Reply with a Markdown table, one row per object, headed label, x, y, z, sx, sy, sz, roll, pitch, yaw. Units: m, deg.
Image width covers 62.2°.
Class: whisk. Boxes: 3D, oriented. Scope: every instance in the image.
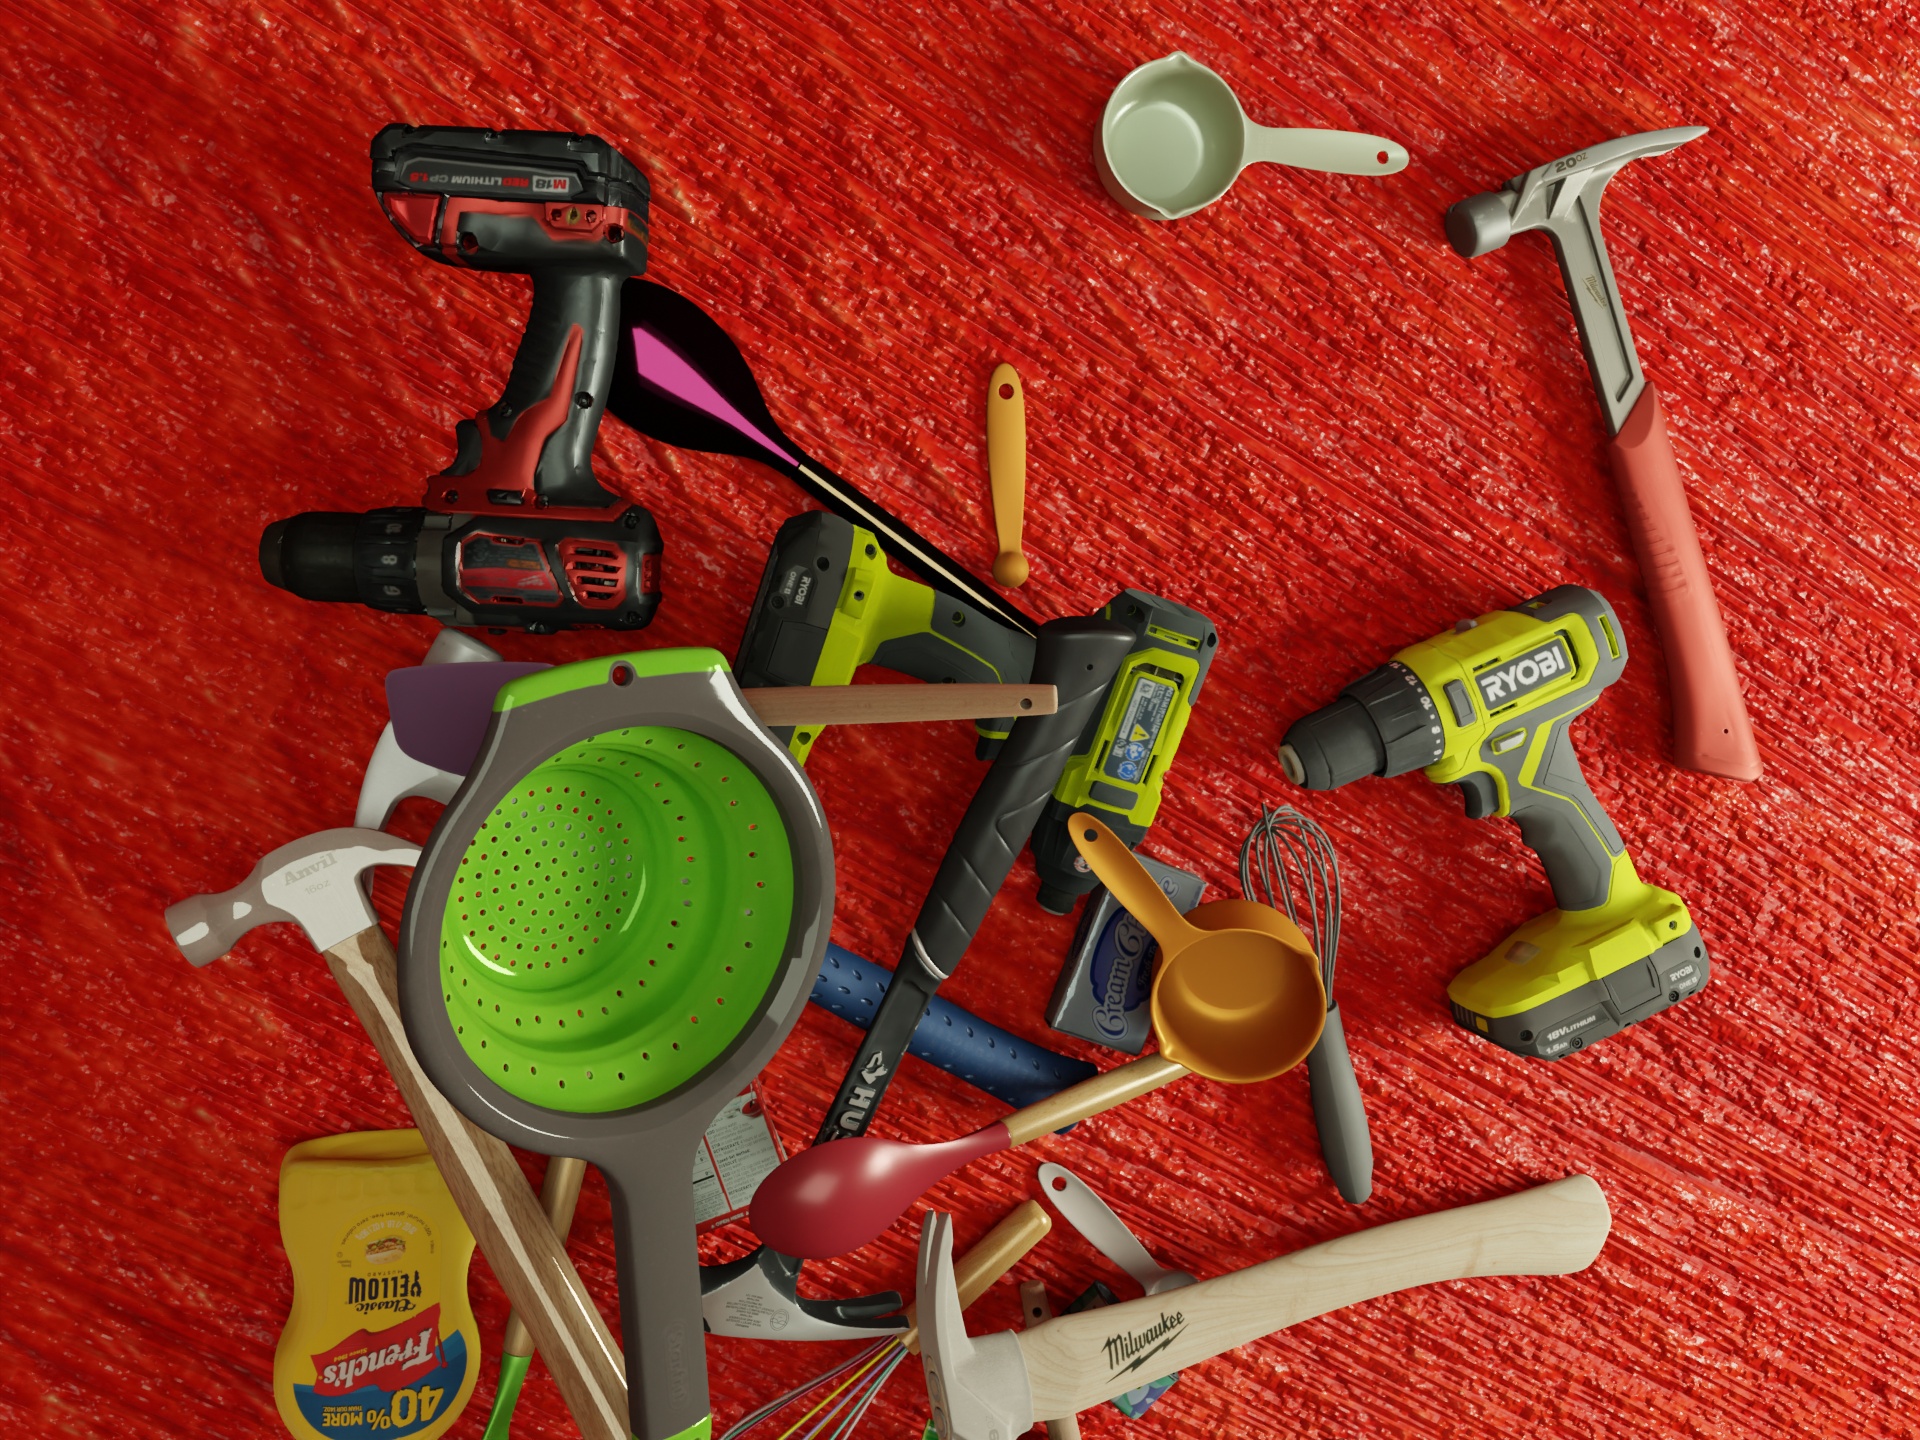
| label | x | y | z | sx | sy | sz | roll | pitch | yaw |
| --- | --- | --- | --- | --- | --- | --- | --- | --- | --- |
| whisk | -0.047 | 0.344 | 0.846 | 0.245 | 0.051 | 0.047 | -40 | 121 | -9 |
| whisk | 0.194 | 0.157 | 0.870 | 0.055 | 0.055 | 0.239 | -16 | 102 | -9 |

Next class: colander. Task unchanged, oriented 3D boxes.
| label | x | y | z | sx | sy | sz | roll | pitch | yaw |
| --- | --- | --- | --- | --- | --- | --- | --- | --- | --- |
| colander | -0.162 | 0.160 | 0.726 | 0.204 | 0.095 | 0.397 | -12 | 107 | -38 |

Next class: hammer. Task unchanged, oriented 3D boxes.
| label | x | y | z | sx | sy | sz | roll | pitch | yaw |
| --- | --- | --- | --- | --- | --- | --- | --- | --- | --- |
| hammer | -0.113 | 0.113 | 0.813 | 0.405 | 0.035 | 0.144 | 29 | 89 | -11 |
| hammer | 0.173 | 0.289 | 0.837 | 0.410 | 0.038 | 0.146 | -7 | 80 | -23 |
| hammer | -0.019 | 0.134 | 0.778 | 0.149 | 0.036 | 0.409 | 22 | 101 | -21 |
| hammer | 0.389 | -0.138 | 0.883 | 0.149 | 0.037 | 0.359 | -21 | 97 | -8 |
| hammer | -0.229 | 0.200 | 0.748 | 0.130 | 0.031 | 0.331 | -29 | 96 | -16 |

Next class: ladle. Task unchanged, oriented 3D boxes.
| label | x | y | z | sx | sy | sz | roll | pitch | yaw |
| --- | --- | --- | --- | --- | --- | --- | --- | --- | --- |
| ladle | 0.041 | 0.200 | 0.799 | 0.315 | 0.031 | 0.069 | -14 | 122 | -32 |

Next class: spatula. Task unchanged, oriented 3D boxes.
| label | x | y | z | sx | sy | sz | roll | pitch | yaw |
| --- | --- | --- | --- | --- | --- | --- | --- | --- | --- |
| spatula | -0.113 | -0.004 | 0.733 | 0.316 | 0.018 | 0.059 | -2 | 110 | 8 |

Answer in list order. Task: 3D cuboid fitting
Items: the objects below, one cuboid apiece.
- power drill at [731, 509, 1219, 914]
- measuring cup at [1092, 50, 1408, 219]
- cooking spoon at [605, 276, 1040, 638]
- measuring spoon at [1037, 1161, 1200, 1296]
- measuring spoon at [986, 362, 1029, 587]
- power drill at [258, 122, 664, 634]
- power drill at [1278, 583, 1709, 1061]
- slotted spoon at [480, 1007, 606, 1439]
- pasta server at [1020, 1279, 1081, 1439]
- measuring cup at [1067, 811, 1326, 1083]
| label | x | y | z | sx | sy | sz | roll | pitch | yaw |
| --- | --- | --- | --- | --- | --- | --- | --- | --- | --- |
| power drill | -0.001 | -0.003 | 0.797 | 0.223 | 0.080 | 0.171 | 17 | 103 | -12 |
| measuring cup | 0.149 | -0.295 | 0.827 | 0.167 | 0.038 | 0.083 | 1 | 94 | -12 |
| cooking spoon | -0.062 | -0.115 | 0.812 | 0.318 | 0.017 | 0.069 | 36 | 91 | -11 |
| measuring spoon | 0.086 | 0.287 | 0.877 | 0.034 | 0.018 | 0.124 | -44 | 94 | -4 |
| measuring spoon | 0.025 | -0.128 | 0.830 | 0.021 | 0.011 | 0.117 | -3 | 95 | -10 |
| power drill | -0.233 | -0.154 | 0.747 | 0.188 | 0.080 | 0.226 | 3 | 97 | 1 |
| power drill | 0.291 | 0.061 | 0.862 | 0.190 | 0.080 | 0.228 | -24 | 96 | -8 |
| slotted spoon | -0.216 | 0.291 | 0.801 | 0.031 | 0.070 | 0.314 | 14 | 89 | 12 |
| pasta server | 0.070 | 0.461 | 0.881 | 0.060 | 0.040 | 0.316 | -13 | 93 | -9 |
| measuring cup | 0.114 | 0.104 | 0.812 | 0.095 | 0.052 | 0.173 | -39 | 98 | 17 |
